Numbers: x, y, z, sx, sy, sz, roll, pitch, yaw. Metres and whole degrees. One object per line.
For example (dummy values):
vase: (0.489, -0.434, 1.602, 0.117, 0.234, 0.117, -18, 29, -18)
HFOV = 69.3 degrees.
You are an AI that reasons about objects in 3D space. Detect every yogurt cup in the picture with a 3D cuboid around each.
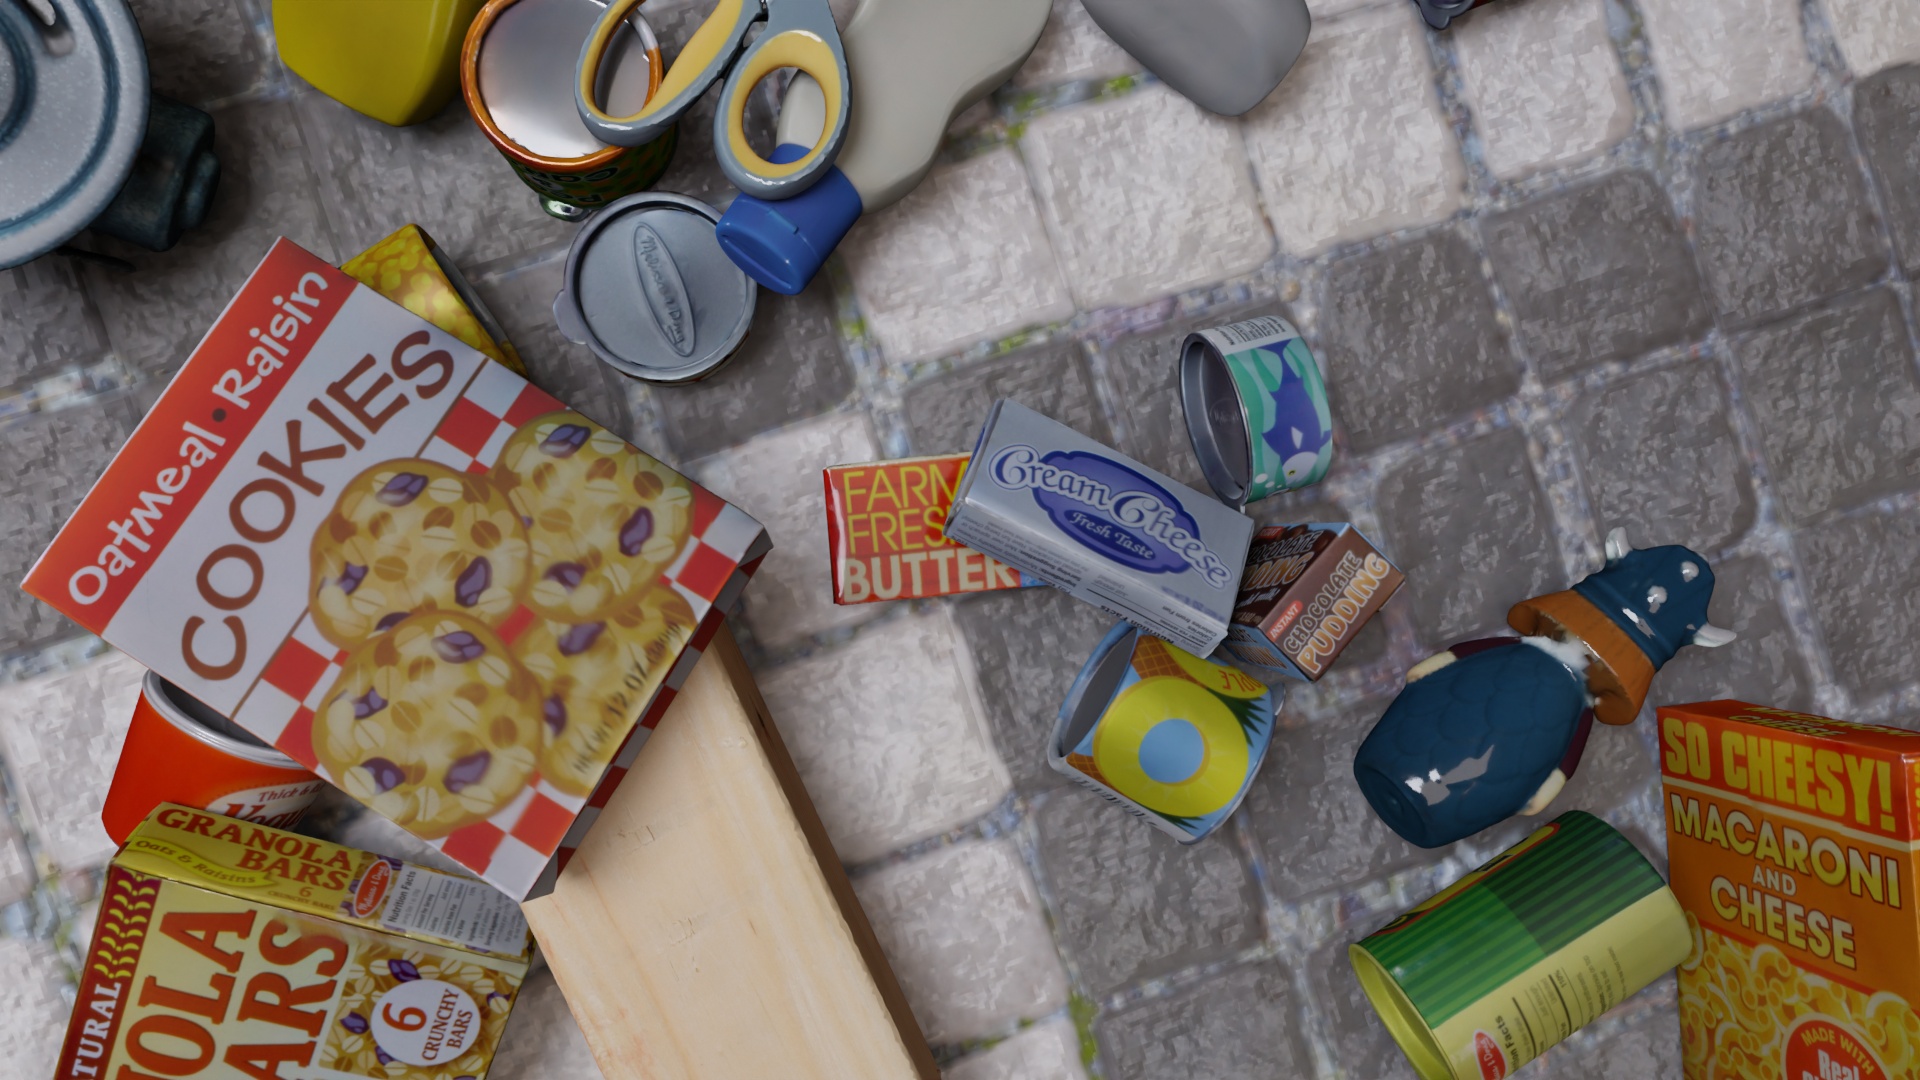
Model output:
yogurt cup: (-0.248, 0.077, 0.467, 0.072, 0.072, 0.054, 28, 96, -6)

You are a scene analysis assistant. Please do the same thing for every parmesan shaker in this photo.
parmesan shaker: (0.209, 0.156, 0.522, 0.103, 0.071, 0.071, -30, 94, -6)

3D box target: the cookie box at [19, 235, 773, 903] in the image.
cookie box: (-0.159, 0.007, 0.406, 0.167, 0.040, 0.123, 31, 80, 3)

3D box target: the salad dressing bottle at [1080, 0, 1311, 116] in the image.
salad dressing bottle: (0.056, -0.213, 0.493, 0.147, 0.064, 0.044, 33, 73, -17)

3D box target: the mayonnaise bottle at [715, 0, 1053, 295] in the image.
mayonnaise bottle: (-0.029, -0.153, 0.487, 0.065, 0.041, 0.148, 37, 73, -9)

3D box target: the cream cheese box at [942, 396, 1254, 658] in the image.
cream cheese box: (0.049, -0.005, 0.483, 0.104, 0.024, 0.054, 26, 50, -5)

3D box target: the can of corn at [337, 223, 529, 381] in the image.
can of corn: (-0.189, -0.064, 0.469, 0.058, 0.071, 0.071, -34, 94, -6)

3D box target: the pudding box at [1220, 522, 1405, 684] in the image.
pudding box: (0.119, 0.020, 0.500, 0.030, 0.083, 0.050, 43, 86, -5)

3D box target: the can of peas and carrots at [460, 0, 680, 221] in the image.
can of peas and carrots: (-0.134, -0.151, 0.481, 0.071, 0.058, 0.071, 0, 90, -6)

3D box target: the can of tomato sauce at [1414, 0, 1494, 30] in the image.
can of tomato sauce: (0.213, -0.240, 0.519, 0.083, 0.071, 0.071, -22, 93, -7)

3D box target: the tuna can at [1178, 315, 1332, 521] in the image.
tuna can: (0.107, -0.045, 0.507, 0.033, 0.071, 0.071, -15, 92, -7)

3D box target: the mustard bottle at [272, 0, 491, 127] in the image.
mustard bottle: (-0.170, -0.214, 0.445, 0.065, 0.049, 0.159, 31, 121, -7)

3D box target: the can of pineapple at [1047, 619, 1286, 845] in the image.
can of pineapple: (0.073, 0.066, 0.503, 0.058, 0.071, 0.071, 30, 87, -6)

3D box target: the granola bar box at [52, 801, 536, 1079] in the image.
granola bar box: (-0.223, 0.178, 0.451, 0.124, 0.039, 0.165, 19, 105, -14)

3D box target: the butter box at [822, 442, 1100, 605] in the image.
butter box: (0.002, -0.006, 0.516, 0.103, 0.024, 0.053, -6, 90, -7)

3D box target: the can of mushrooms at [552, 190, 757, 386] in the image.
can of mushrooms: (-0.108, -0.088, 0.498, 0.071, 0.033, 0.071, 0, 91, -7)

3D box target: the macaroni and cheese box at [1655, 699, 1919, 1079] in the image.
macaroni and cheese box: (0.314, 0.148, 0.504, 0.040, 0.123, 0.166, -4, 91, -9)
